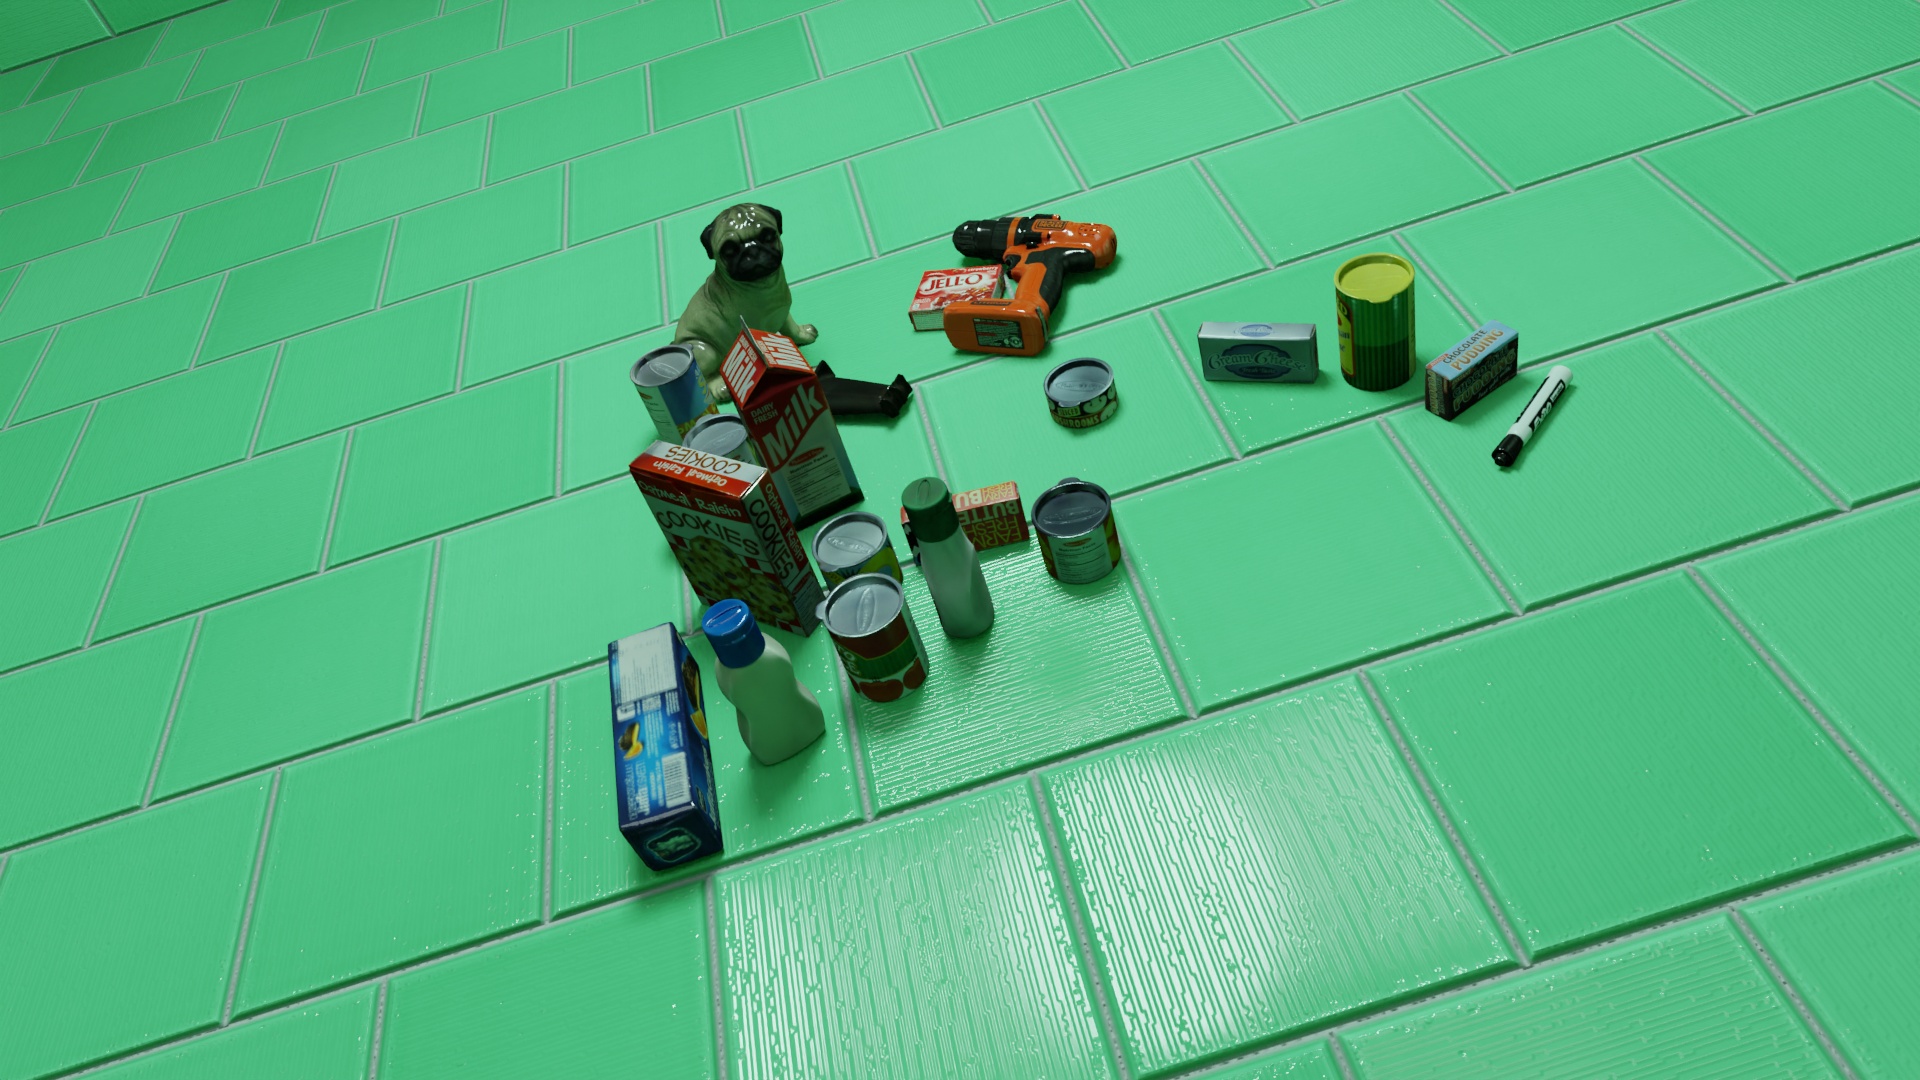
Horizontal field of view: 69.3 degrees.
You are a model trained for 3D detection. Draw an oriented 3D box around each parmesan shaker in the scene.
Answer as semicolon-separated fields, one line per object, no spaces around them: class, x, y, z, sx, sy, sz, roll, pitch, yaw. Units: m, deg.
parmesan shaker;0.361;-0.187;1.207;0.071;0.102;0.072;-10;43;9

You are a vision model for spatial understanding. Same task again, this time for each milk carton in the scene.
milk carton;-0.155;-0.108;1.236;0.073;0.189;0.072;-27;43;-9

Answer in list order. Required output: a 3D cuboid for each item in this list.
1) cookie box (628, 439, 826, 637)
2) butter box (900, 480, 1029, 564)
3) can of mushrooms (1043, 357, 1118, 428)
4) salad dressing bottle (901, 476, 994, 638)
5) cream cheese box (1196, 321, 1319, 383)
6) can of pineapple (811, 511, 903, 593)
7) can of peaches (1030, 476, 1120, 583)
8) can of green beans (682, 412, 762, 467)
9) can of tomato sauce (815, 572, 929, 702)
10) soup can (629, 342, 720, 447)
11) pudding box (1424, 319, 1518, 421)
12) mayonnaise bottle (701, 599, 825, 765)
cookie box;-0.190;0.000;1.153;0.123;0.166;0.040;15;52;31
butter box;0.004;-0.015;1.187;0.103;0.053;0.024;-13;43;6
can of mushrooms;0.111;-0.136;1.290;0.071;0.033;0.071;-10;43;9
salad dressing bottle;-0.010;0.014;1.092;0.044;0.147;0.064;-7;44;12
cream cheese box;0.270;-0.170;1.257;0.104;0.053;0.024;5;48;23
can of pineapple;-0.088;0.019;1.179;0.071;0.057;0.071;-10;43;9
can of peaches;0.096;-0.008;1.145;0.071;0.057;0.071;-10;43;9
can of green beans;-0.224;-0.079;1.326;0.071;0.057;0.071;-10;43;9
can of tomato sauce;-0.068;0.078;1.093;0.071;0.082;0.071;-10;43;9
soup can;-0.283;-0.146;1.396;0.071;0.083;0.072;-10;43;9
pudding box;0.434;-0.145;1.179;0.084;0.049;0.030;-33;45;-15
mayonnaise bottle;-0.152;0.105;1.046;0.065;0.147;0.041;-31;44;-13
